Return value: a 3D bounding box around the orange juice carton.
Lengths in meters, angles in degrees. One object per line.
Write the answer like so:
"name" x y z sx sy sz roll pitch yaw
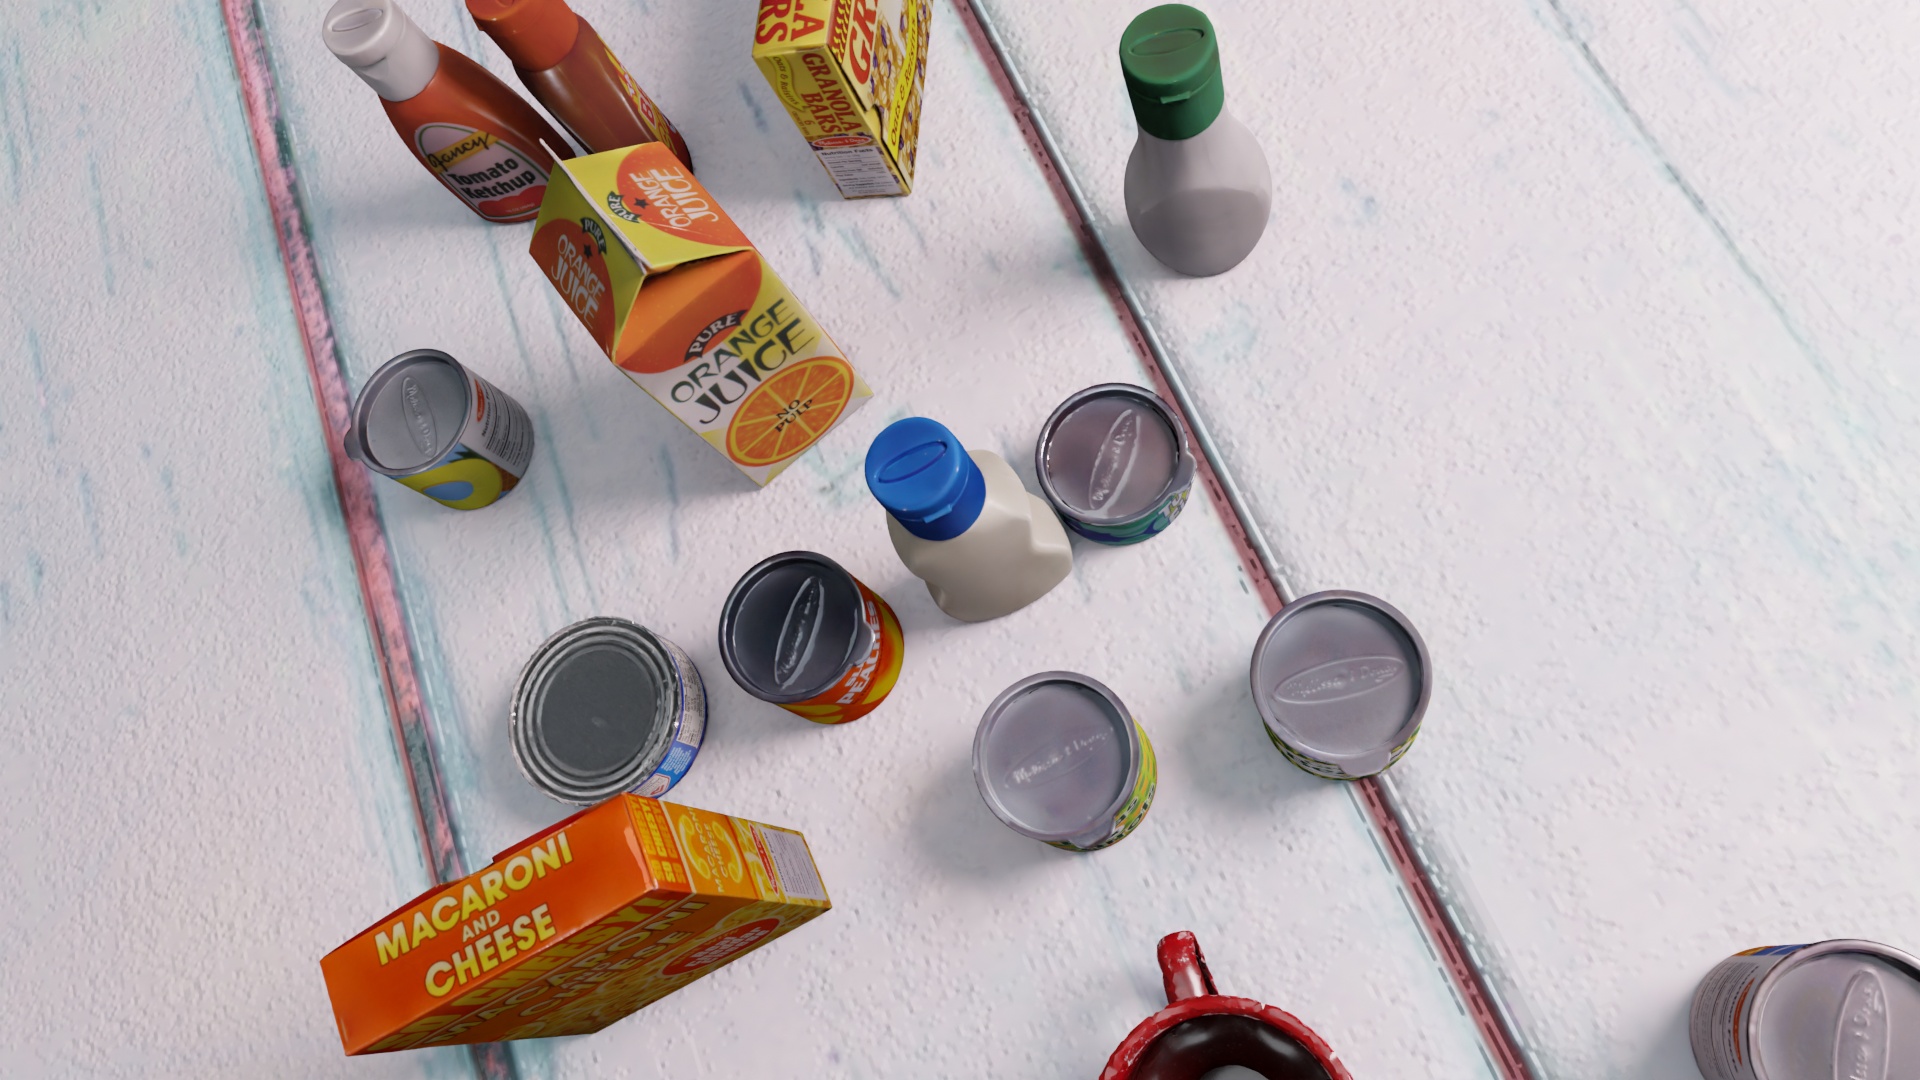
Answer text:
"orange juice carton" -0.113 -0.099 0.593 0.073 0.192 0.072 -40 67 1

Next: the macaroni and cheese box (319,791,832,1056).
"macaroni and cheese box" -0.137 0.149 0.534 0.123 0.166 0.040 -29 68 5

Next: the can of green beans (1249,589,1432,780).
"can of green beans" 0.149 0.058 0.544 0.071 0.057 0.071 -5 72 14

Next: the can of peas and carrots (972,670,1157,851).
"can of peas and carrots" 0.045 0.093 0.560 0.071 0.058 0.071 -5 72 14

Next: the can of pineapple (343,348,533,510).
"can of pineapple" -0.258 -0.054 0.692 0.071 0.057 0.071 -5 72 14

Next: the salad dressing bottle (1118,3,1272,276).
"salad dressing bottle" 0.096 -0.163 0.581 0.064 0.147 0.044 -8 71 13

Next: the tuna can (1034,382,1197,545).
"tuna can" 0.070 -0.032 0.608 0.071 0.032 0.071 -5 72 14

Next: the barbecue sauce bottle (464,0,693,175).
"barbecue sauce bottle" -0.184 -0.222 0.676 0.043 0.148 0.065 -32 68 4

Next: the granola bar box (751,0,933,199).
"granola bar box" -0.049 -0.268 0.667 0.039 0.124 0.166 0 73 16

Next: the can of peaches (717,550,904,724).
"can of peaches" -0.061 0.044 0.606 0.071 0.058 0.071 -5 72 14

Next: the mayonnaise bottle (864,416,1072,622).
"mayonnaise bottle" 0.002 -0.007 0.556 0.065 0.148 0.041 -26 68 6

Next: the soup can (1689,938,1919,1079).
"soup can" 0.287 0.167 0.456 0.071 0.083 0.071 -5 72 14

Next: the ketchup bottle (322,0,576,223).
"ketchup bottle" -0.254 -0.214 0.693 0.065 0.148 0.043 -12 70 12
